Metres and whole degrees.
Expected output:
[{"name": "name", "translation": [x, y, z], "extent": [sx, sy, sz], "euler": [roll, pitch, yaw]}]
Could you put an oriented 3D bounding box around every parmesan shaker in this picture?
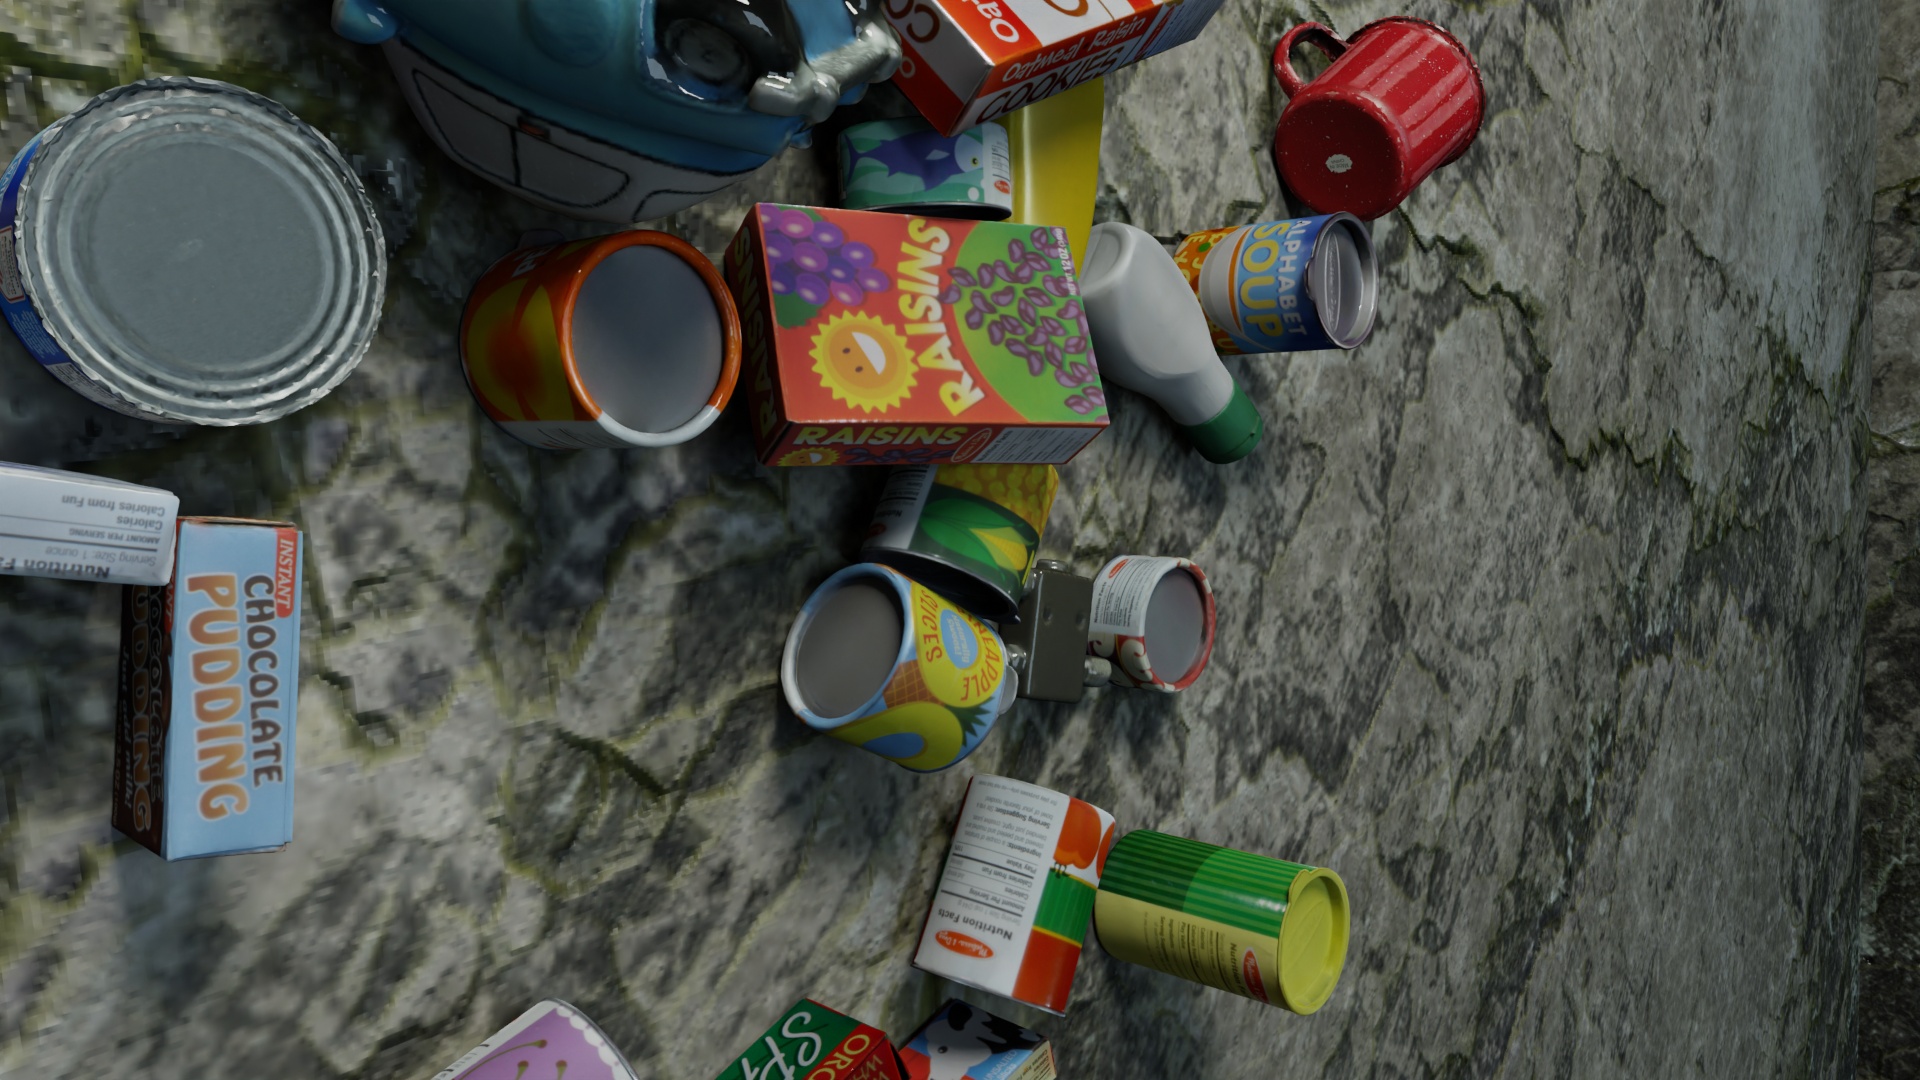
[{"name": "parmesan shaker", "translation": [0.123, 0.177, 0.664], "extent": [0.071, 0.103, 0.071], "euler": [-5, 96, -47]}]

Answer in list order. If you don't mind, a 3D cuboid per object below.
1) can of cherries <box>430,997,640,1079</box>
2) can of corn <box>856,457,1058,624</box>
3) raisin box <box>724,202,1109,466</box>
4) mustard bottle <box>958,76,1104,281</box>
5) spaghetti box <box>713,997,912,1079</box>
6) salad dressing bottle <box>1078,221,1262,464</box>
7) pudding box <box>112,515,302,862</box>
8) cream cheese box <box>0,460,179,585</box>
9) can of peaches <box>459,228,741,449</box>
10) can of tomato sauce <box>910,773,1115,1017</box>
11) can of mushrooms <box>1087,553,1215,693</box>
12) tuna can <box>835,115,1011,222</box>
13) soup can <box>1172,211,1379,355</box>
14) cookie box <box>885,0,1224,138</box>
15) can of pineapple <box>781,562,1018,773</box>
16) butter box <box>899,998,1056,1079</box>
[{"name": "can of cherries", "translation": [-0.130, 0.184, 0.415], "extent": [0.059, 0.071, 0.071], "euler": [-30, 114, -42]}, {"name": "can of corn", "translation": [0.002, -0.007, 0.549], "extent": [0.071, 0.071, 0.058], "euler": [36, 66, -42]}, {"name": "raisin box", "translation": [-0.016, -0.072, 0.500], "extent": [0.123, 0.040, 0.086], "euler": [-2, 71, -27]}, {"name": "mustard bottle", "translation": [0.025, -0.138, 0.580], "extent": [0.065, 0.049, 0.160], "euler": [3, 91, -47]}, {"name": "spaghetti box", "translation": [-0.116, 0.243, 0.449], "extent": [0.251, 0.050, 0.028], "euler": [-35, 118, -41]}, {"name": "salad dressing bottle", "translation": [0.099, -0.089, 0.668], "extent": [0.147, 0.044, 0.064], "euler": [42, 61, -41]}, {"name": "pudding box", "translation": [-0.192, 0.036, 0.355], "extent": [0.030, 0.049, 0.083], "euler": [2, 91, -46]}, {"name": "cream cheese box", "translation": [-0.235, -0.008, 0.303], "extent": [0.104, 0.053, 0.024], "euler": [9, 87, -47]}, {"name": "can of peaches", "translation": [-0.111, -0.063, 0.431], "extent": [0.071, 0.058, 0.071], "euler": [-5, 96, -47]}, {"name": "can of tomato sauce", "translation": [0.024, 0.148, 0.583], "extent": [0.071, 0.071, 0.083], "euler": [34, 67, -43]}, {"name": "can of mushrooms", "translation": [0.094, 0.041, 0.677], "extent": [0.071, 0.033, 0.071], "euler": [-3, 93, -47]}, {"name": "tuna can", "translation": [-0.017, -0.138, 0.525], "extent": [0.071, 0.071, 0.032], "euler": [-8, 97, -47]}, {"name": "soup can", "translation": [0.154, -0.127, 0.695], "extent": [0.071, 0.083, 0.071], "euler": [-3, 95, -47]}, {"name": "cookie box", "translation": [0.015, -0.228, 0.527], "extent": [0.123, 0.040, 0.168], "euler": [49, 50, 6]}, {"name": "can of pineapple", "translation": [-0.024, 0.048, 0.523], "extent": [0.058, 0.071, 0.071], "euler": [32, 69, -44]}, {"name": "butter box", "translation": [-0.013, 0.230, 0.557], "extent": [0.104, 0.053, 0.024], "euler": [-32, 118, -41]}]
